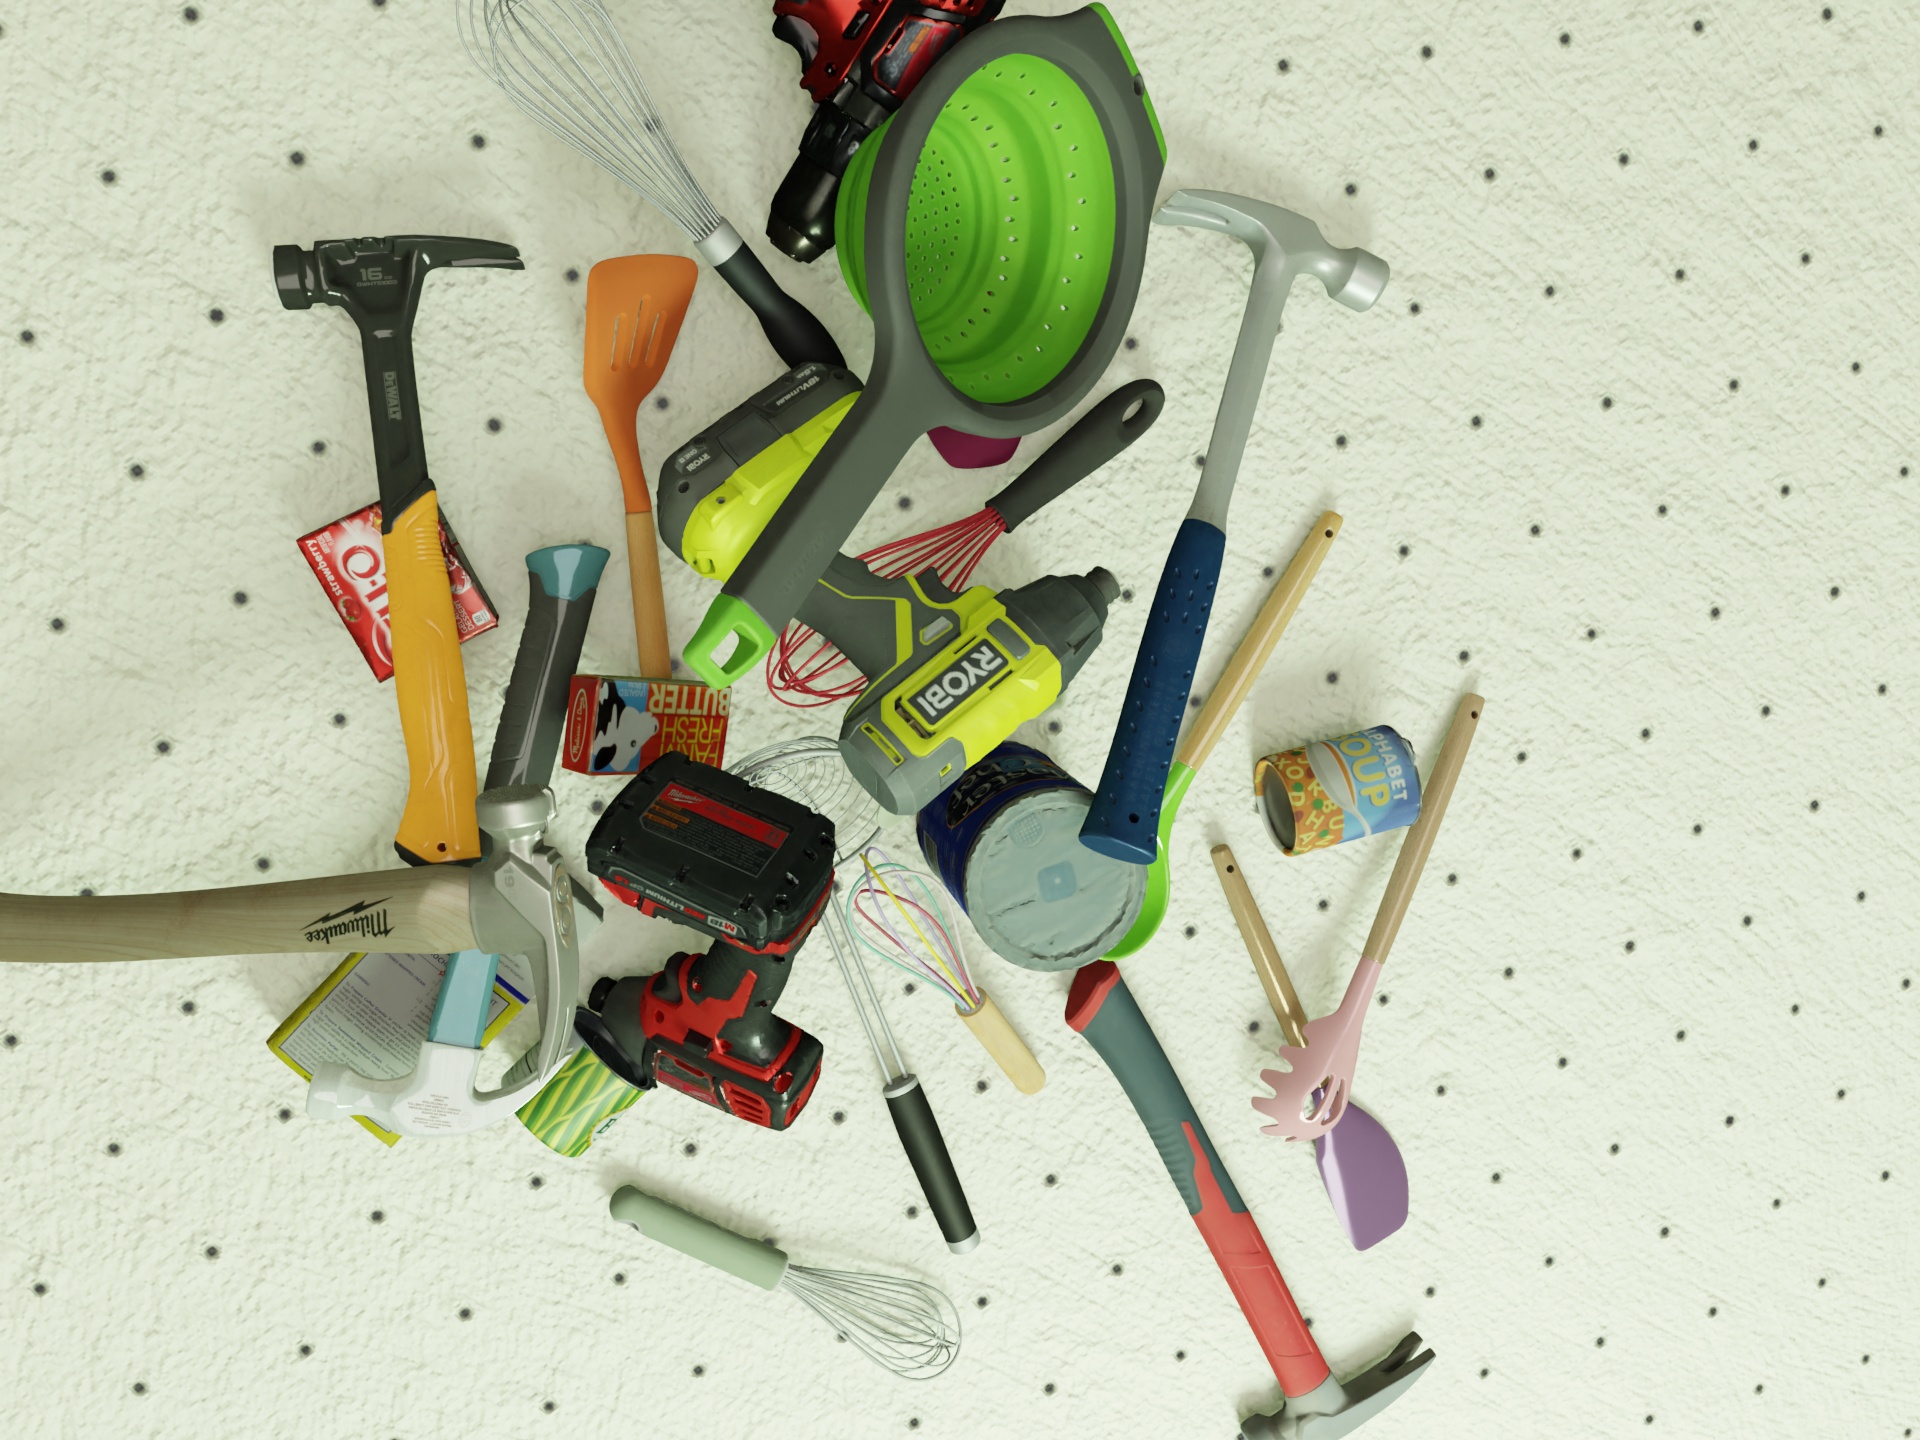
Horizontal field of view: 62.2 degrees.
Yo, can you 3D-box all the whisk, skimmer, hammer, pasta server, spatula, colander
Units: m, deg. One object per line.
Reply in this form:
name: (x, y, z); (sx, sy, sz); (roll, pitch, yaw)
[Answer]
whisk: (-0.106, 0.346, 0.990); (0.246, 0.058, 0.059); (29, 58, -13)
skimmer: (-0.053, 0.177, 0.943); (0.127, 0.090, 0.363); (-22, 104, -7)
hammer: (0.183, 0.315, 1.049); (0.143, 0.038, 0.386); (-29, 105, -7)
hammer: (-0.250, 0.062, 0.865); (0.128, 0.033, 0.331); (14, 85, -13)
whisk: (-0.147, -0.277, 0.834); (0.070, 0.070, 0.284); (-45, 124, -2)
pasta server: (0.272, 0.129, 1.032); (0.060, 0.040, 0.316); (24, 86, -21)
whisk: (-0.002, 0.156, 0.932); (0.051, 0.047, 0.244); (-58, 137, -26)
spatula: (-0.172, -0.093, 0.892); (0.081, 0.041, 0.322); (-23, 114, -53)
whisk: (0.007, -0.107, 0.925); (0.296, 0.073, 0.073); (-39, 106, -10)
hammer: (-0.278, -0.088, 0.835); (0.127, 0.034, 0.337); (-6, 88, -10)
colander: (-0.040, -0.189, 0.804); (0.397, 0.095, 0.204); (-57, 140, -16)
hammer: (-0.397, 0.113, 0.815); (0.410, 0.038, 0.146); (-3, 100, 8)
spatula: (0.230, 0.217, 1.052); (0.060, 0.018, 0.315); (-29, 106, -11)
hammer: (0.133, -0.118, 0.886); (0.144, 0.035, 0.406); (22, 71, -13)

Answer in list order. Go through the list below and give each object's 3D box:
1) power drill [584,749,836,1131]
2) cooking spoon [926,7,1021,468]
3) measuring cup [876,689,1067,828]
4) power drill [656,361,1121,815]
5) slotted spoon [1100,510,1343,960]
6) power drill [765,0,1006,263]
power drill: (-0.142, 0.129, 0.873); (0.143, 0.079, 0.219); (22, 135, 13)
cooking spoon: (-0.003, -0.304, 0.905); (0.068, 0.017, 0.319); (-8, 102, -9)
measuring cup: (-0.001, -0.003, 0.929); (0.083, 0.038, 0.167); (45, 72, -19)
power drill: (-0.039, -0.079, 0.845); (0.171, 0.080, 0.223); (-39, 72, -17)
slotted spoon: (0.156, 0.007, 0.994); (0.070, 0.031, 0.314); (30, 91, -16)
power drill: (-0.110, -0.372, 0.836); (0.226, 0.080, 0.188); (31, 105, -19)
